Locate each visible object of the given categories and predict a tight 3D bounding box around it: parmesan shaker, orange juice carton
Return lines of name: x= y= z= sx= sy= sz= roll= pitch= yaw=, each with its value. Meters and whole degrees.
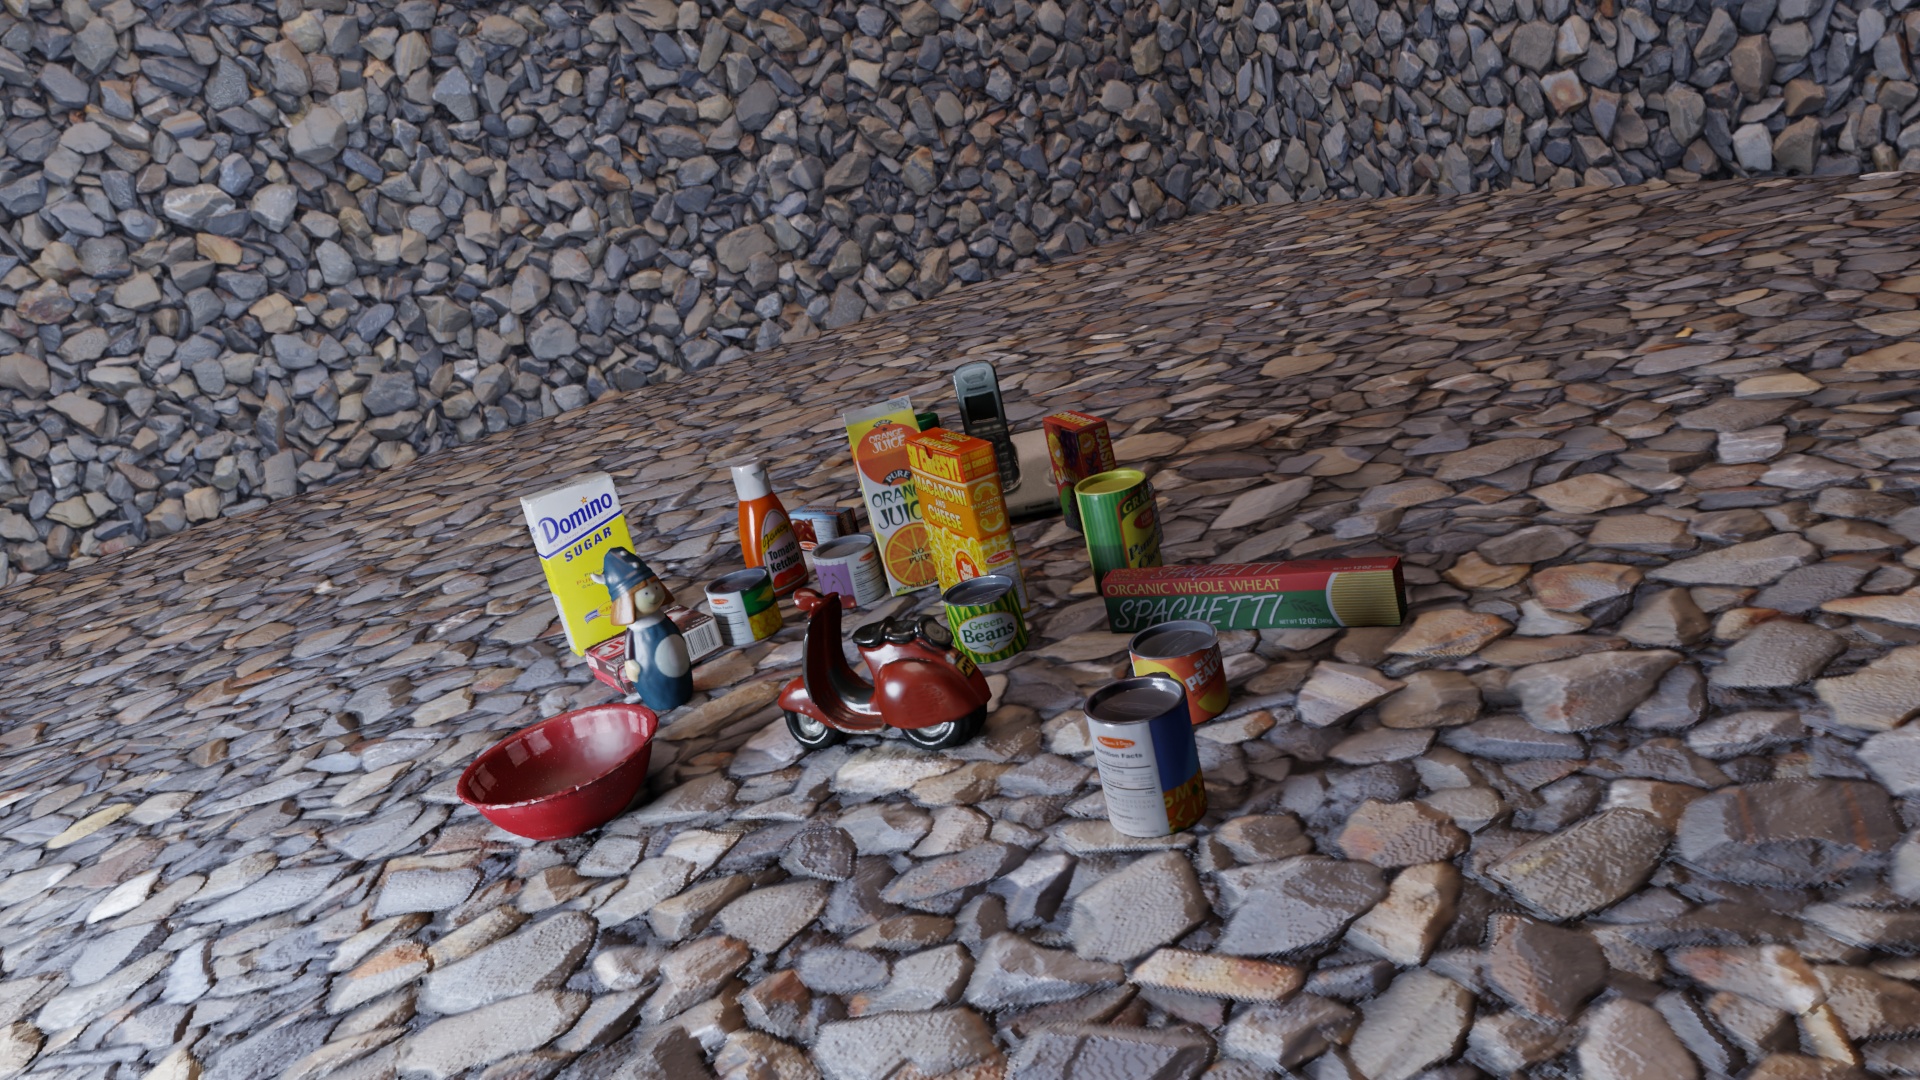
parmesan shaker: x=0.149 y=-0.008 z=1.284 sx=0.071 sy=0.102 sz=0.071 roll=-13 pitch=18 yaw=4
orange juice carton: x=-0.063 y=-0.048 z=1.416 sx=0.072 sy=0.192 sz=0.073 roll=-16 pitch=18 yaw=-6

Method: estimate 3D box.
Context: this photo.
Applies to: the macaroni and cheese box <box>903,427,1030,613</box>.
macaroni and cheese box: x=0.005 y=-0.016 z=1.314 sx=0.040 sy=0.166 sz=0.124 roll=-21 pitch=19 yaw=-22

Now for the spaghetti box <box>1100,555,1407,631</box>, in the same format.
spaghetti box: x=0.236 y=0.046 z=1.144 sx=0.250 sy=0.050 sz=0.029 roll=-4 pitch=20 yaw=29

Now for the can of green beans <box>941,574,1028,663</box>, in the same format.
can of green beans: x=0.022 y=0.069 z=1.221 sx=0.071 sy=0.057 sz=0.071 roll=-13 pitch=18 yaw=4

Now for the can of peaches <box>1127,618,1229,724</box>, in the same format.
can of peaches: x=0.164 y=0.098 z=1.028 sx=0.071 sy=0.058 sz=0.071 roll=-13 pitch=18 yaw=4

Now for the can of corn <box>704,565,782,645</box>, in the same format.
can of corn: x=-0.217 y=0.066 z=1.407 sx=0.071 sy=0.058 sz=0.071 roll=-13 pitch=18 yaw=4

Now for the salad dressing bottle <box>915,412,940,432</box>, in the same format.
salad dressing bottle: x=-0.026 y=-0.065 z=1.513 sx=0.044 sy=0.147 sz=0.064 roll=5 pitch=25 yaw=46

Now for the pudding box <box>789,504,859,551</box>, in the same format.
pudding box: x=-0.157 y=-0.014 z=1.616 sx=0.083 sy=0.049 sz=0.030 roll=2 pitch=24 yaw=41

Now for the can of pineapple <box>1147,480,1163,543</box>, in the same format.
can of pineapple: x=0.164 y=-0.023 z=1.392 sx=0.071 sy=0.057 sz=0.071 roll=-13 pitch=18 yaw=4

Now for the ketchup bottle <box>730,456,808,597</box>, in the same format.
ketchup bottle: x=-0.211 y=-0.015 z=1.499 sx=0.043 sy=0.148 sz=0.065 roll=4 pitch=25 yaw=45

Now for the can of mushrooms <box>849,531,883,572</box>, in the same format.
can of mushrooms: x=-0.106 y=0.015 z=1.517 sx=0.071 sy=0.033 sz=0.071 roll=-13 pitch=18 yaw=4

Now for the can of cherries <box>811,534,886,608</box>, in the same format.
can of cherries: x=-0.116 y=0.032 z=1.434 sx=0.071 sy=0.058 sz=0.072 roll=-13 pitch=18 yaw=4

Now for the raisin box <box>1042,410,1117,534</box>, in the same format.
raisin box: x=0.130 y=-0.069 z=1.450 sx=0.040 sy=0.123 sz=0.086 roll=-19 pitch=18 yaw=-16

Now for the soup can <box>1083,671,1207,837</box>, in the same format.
soup can: x=0.122 y=0.137 z=0.898 sx=0.071 sy=0.083 sz=0.071 roll=-13 pitch=18 yaw=4
